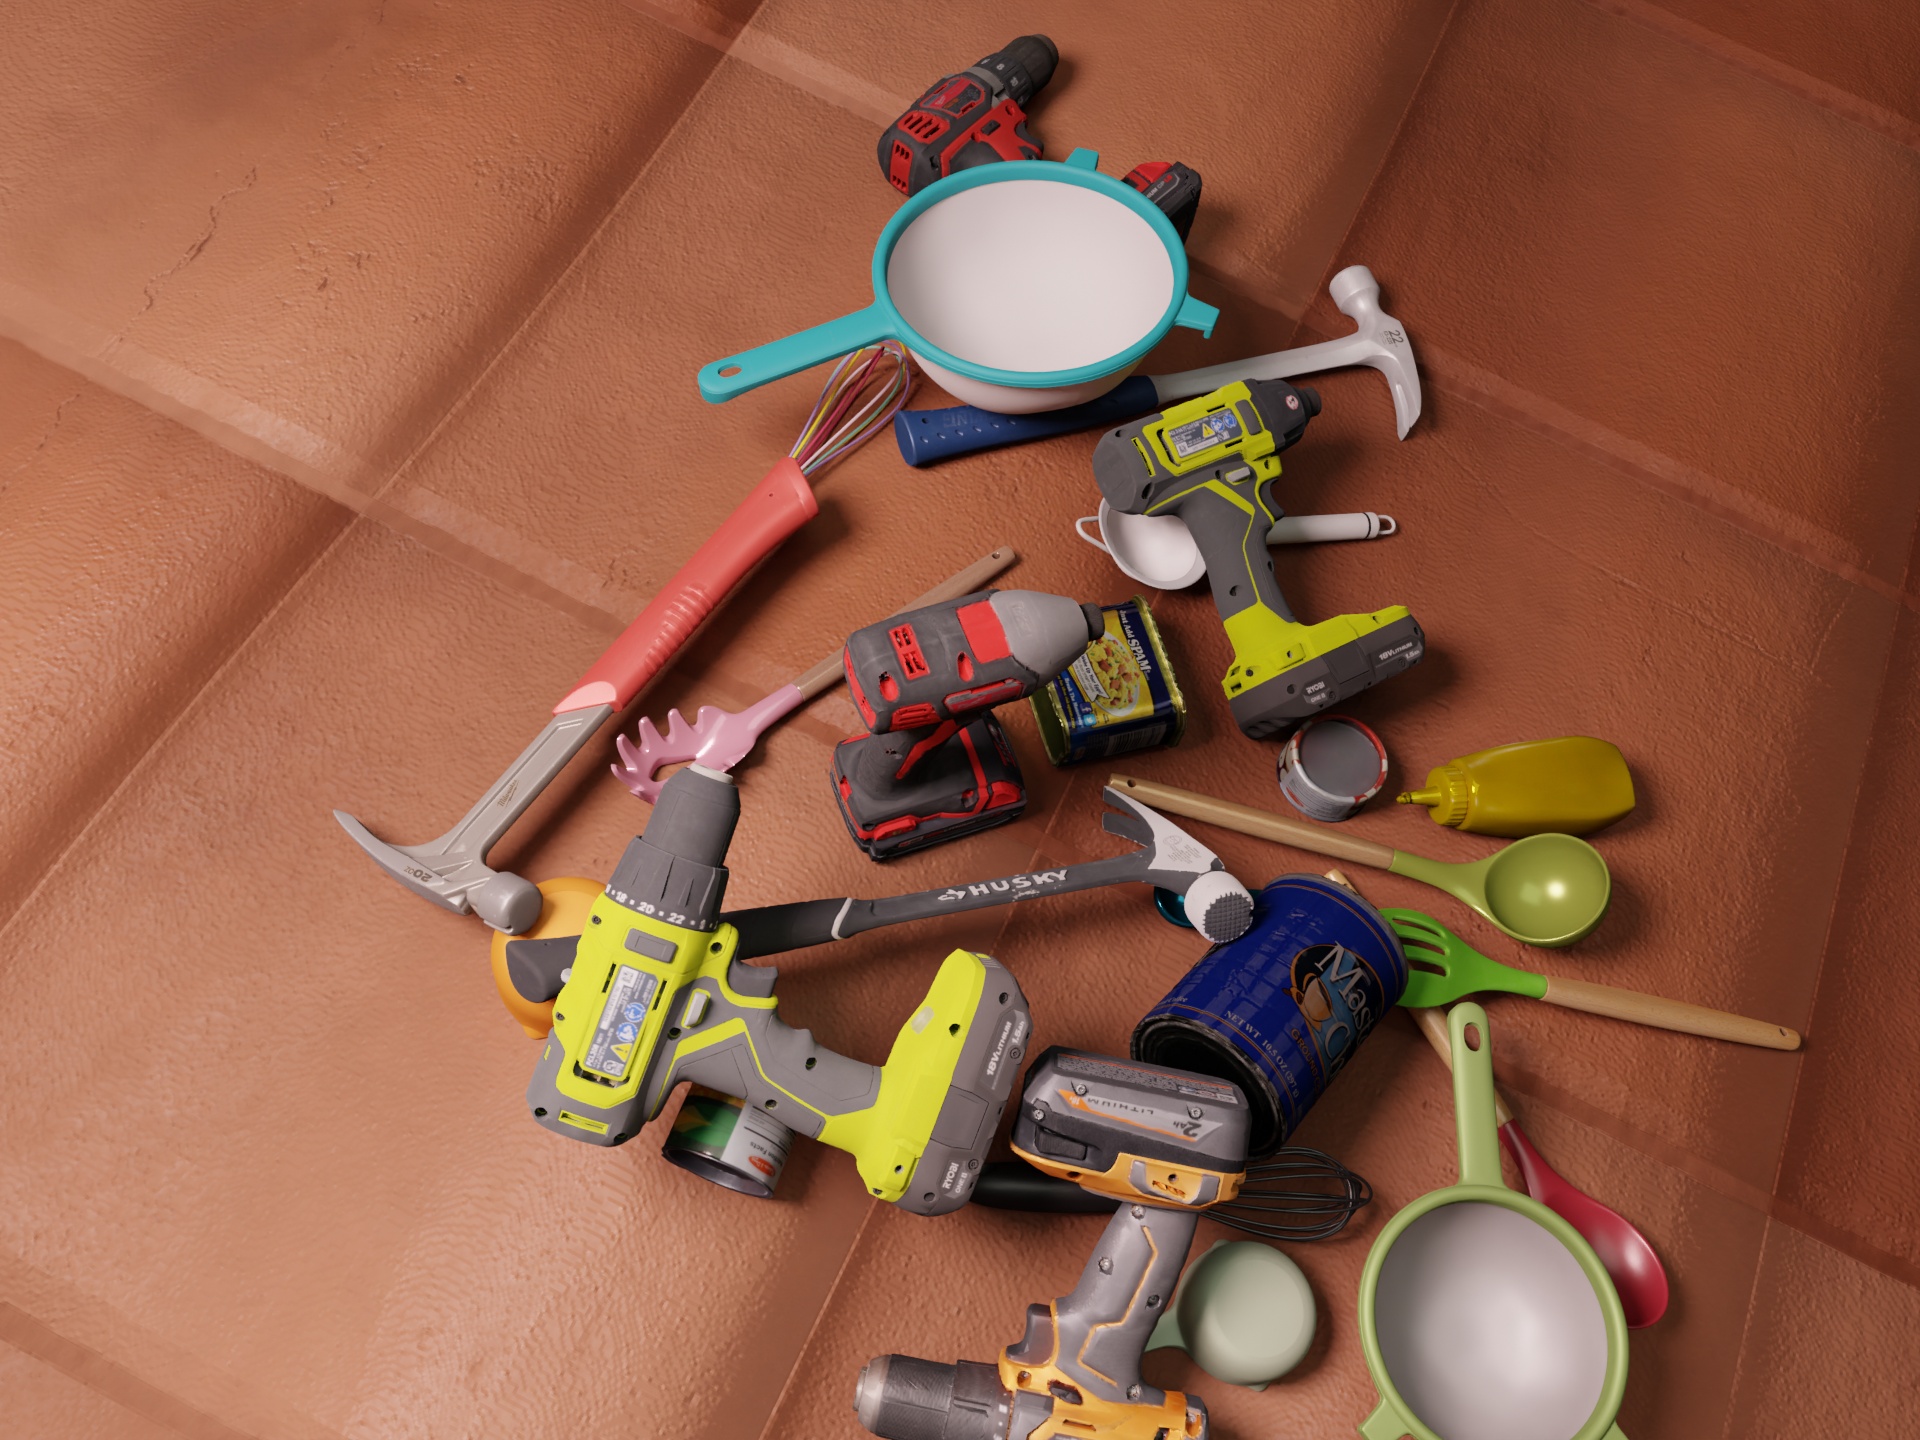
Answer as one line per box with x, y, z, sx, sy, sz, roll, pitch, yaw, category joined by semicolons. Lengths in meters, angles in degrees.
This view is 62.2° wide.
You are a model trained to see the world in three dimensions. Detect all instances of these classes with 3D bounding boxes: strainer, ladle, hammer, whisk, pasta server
0.194;-0.129;1.116;0.258;0.050;0.087;-5;67;-18;strainer
0.251;0.076;1.007;0.320;0.062;0.078;15;59;1;ladle
0.151;-0.239;1.163;0.405;0.035;0.144;-14;68;-16;hammer
-0.049;0.106;0.908;0.409;0.036;0.149;-8;25;-16;hammer
0.316;0.224;0.973;0.069;0.031;0.316;-22;68;-26;ladle
0.117;0.268;0.911;0.239;0.055;0.055;3;64;-3;whisk
-0.084;-0.036;1.026;0.316;0.040;0.060;-35;66;-23;pasta server
-0.011;-0.256;1.081;0.340;0.095;0.211;-22;61;-11;strainer
-0.111;-0.180;1.088;0.051;0.047;0.245;34;67;7;whisk
0.290;0.294;0.911;0.151;0.069;0.257;6;63;-4;strainer
-0.212;-0.035;0.976;0.149;0.036;0.359;22;61;28;hammer

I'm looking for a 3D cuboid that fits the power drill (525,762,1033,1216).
-0.085;0.143;0.815;0.228;0.080;0.190;21;88;-11;power drill

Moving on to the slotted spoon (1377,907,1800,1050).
0.388;0.170;0.999;0.313;0.031;0.070;13;51;-10;slotted spoon

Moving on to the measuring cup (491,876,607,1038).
-0.187;0.151;0.910;0.173;0.052;0.095;24;63;5;measuring cup

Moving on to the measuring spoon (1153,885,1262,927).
0.180;0.119;1.010;0.128;0.021;0.042;10;62;-15;measuring spoon

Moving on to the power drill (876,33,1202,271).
0.073;-0.430;1.222;0.227;0.080;0.188;37;64;12;power drill

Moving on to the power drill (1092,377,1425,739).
0.208;-0.115;1.059;0.171;0.080;0.223;-23;85;-22;power drill

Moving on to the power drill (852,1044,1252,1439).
0.050;0.292;0.833;0.185;0.084;0.226;11;91;3;power drill

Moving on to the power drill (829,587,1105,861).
-0.001;-0.003;0.921;0.143;0.219;0.079;-17;69;-16;power drill

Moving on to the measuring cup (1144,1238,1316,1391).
0.118;0.335;0.879;0.167;0.038;0.083;-6;66;-14;measuring cup
